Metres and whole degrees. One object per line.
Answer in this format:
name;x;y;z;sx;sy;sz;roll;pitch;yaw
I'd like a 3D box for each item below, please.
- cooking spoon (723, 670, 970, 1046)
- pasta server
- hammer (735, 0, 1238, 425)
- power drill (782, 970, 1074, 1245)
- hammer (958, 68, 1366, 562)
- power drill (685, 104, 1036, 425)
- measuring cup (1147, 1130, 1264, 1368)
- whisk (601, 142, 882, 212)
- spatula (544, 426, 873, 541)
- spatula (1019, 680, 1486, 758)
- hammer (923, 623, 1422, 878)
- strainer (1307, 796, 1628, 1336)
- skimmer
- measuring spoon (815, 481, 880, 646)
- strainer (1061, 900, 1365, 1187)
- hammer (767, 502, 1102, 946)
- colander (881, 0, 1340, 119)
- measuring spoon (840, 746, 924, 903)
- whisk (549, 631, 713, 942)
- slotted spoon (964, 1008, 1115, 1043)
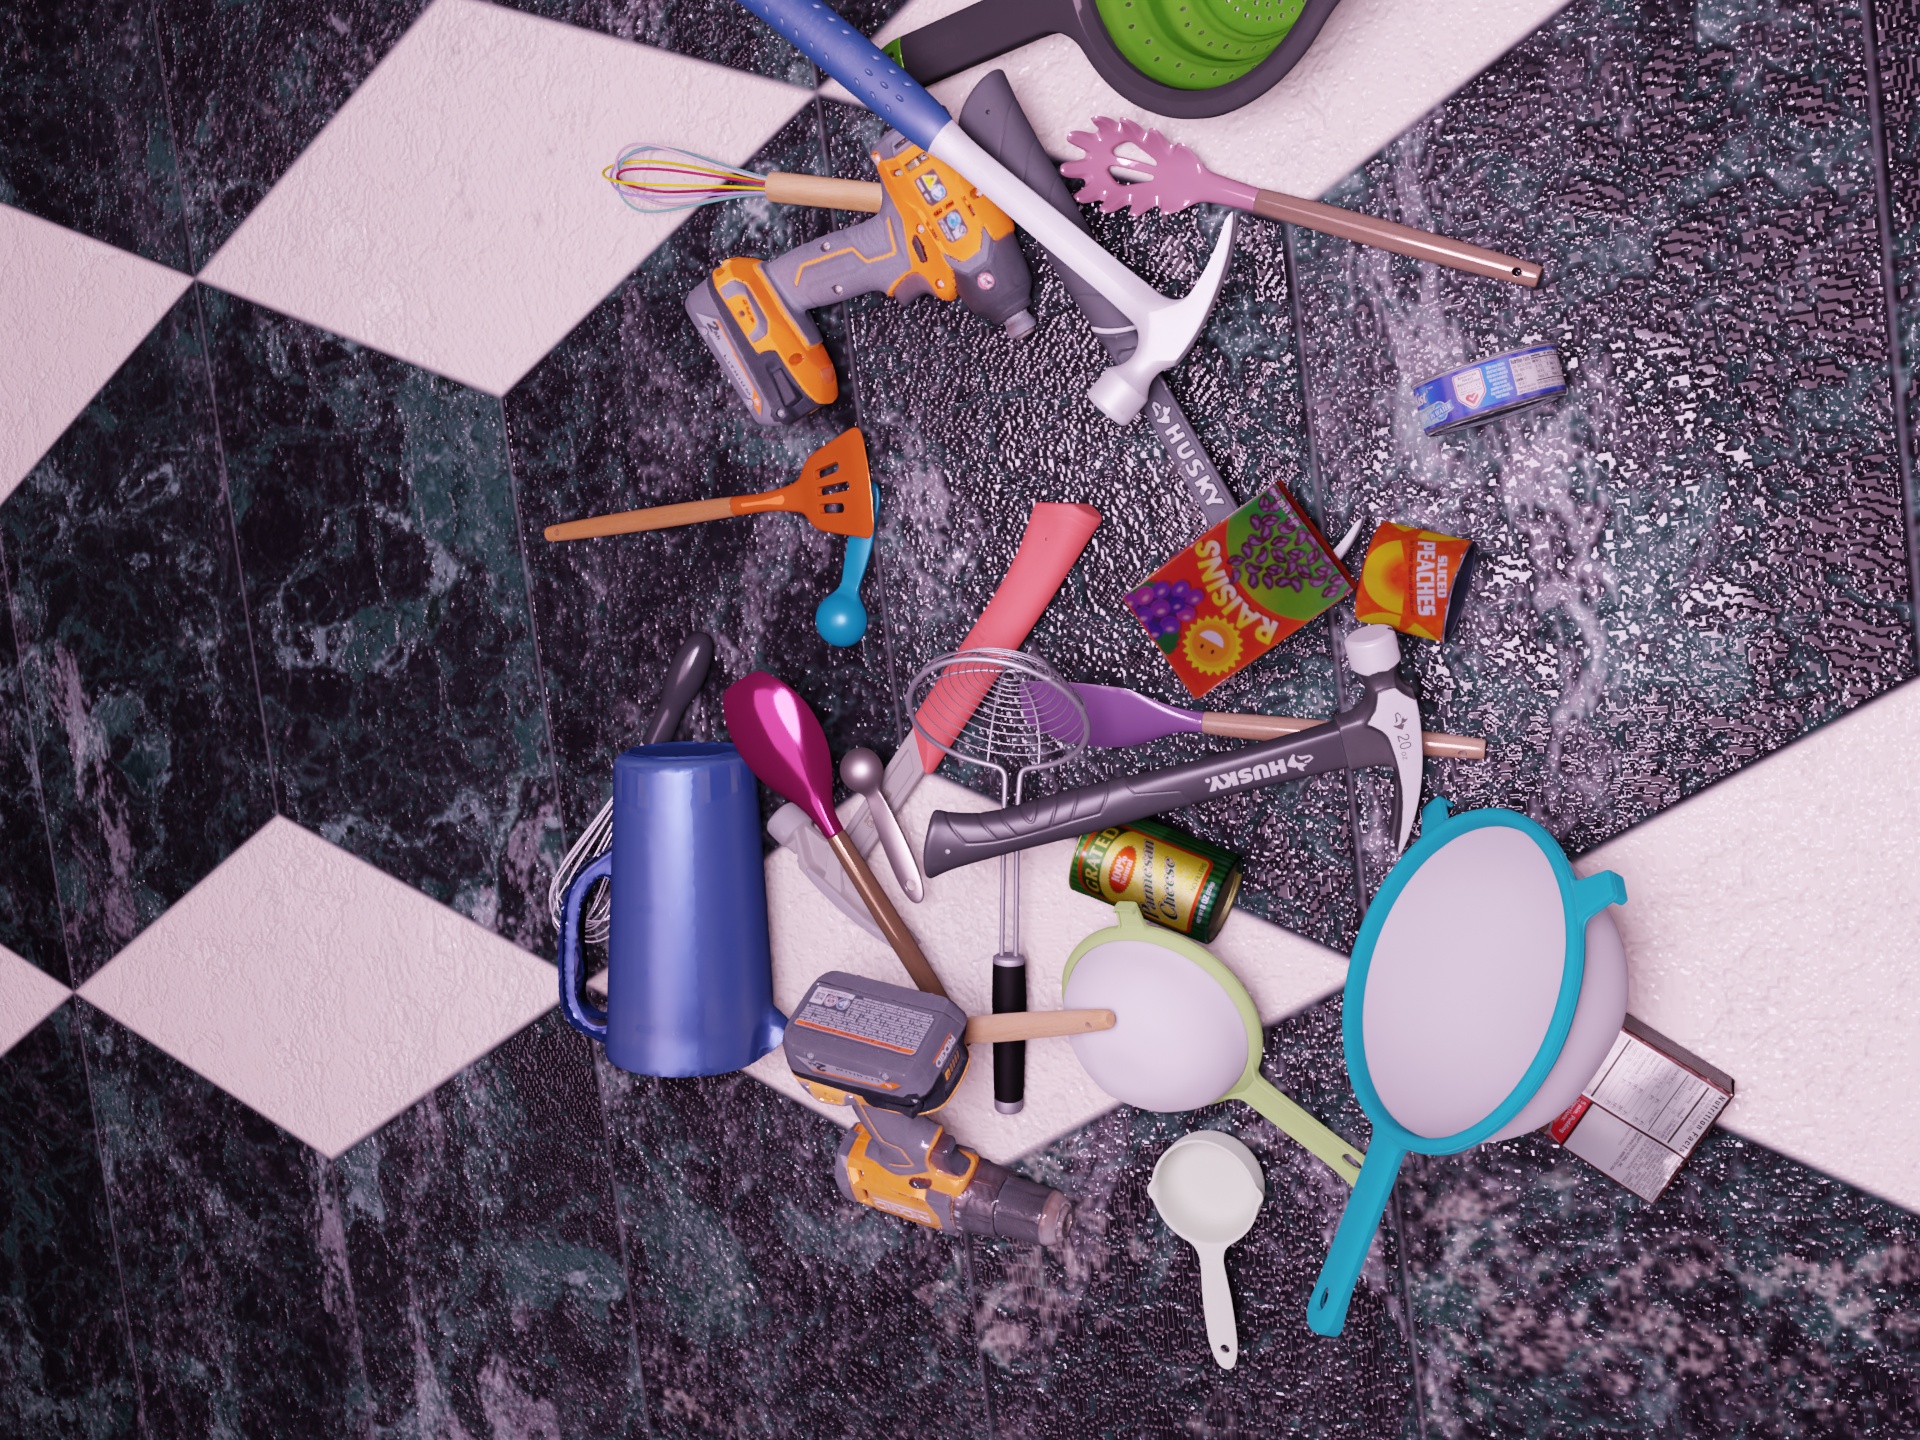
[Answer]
cooking spoon;-0.078;0.106;1.171;0.069;0.017;0.319;-31;93;19
pasta server;0.214;-0.326;1.020;0.316;0.040;0.060;23;118;20
hammer;0.000;-0.375;1.026;0.405;0.035;0.144;42;106;6
power drill;-0.020;0.291;1.138;0.185;0.084;0.226;9;135;26
hammer;0.116;-0.245;1.051;0.149;0.036;0.409;-29;91;23
power drill;-0.063;-0.300;1.125;0.226;0.084;0.164;-29;100;22
measuring cup;0.182;0.370;1.121;0.083;0.038;0.167;-5;96;26
whisk;-0.162;-0.398;1.186;0.245;0.047;0.051;13;101;20
spatula;-0.200;-0.164;1.233;0.322;0.041;0.081;-4;95;27
spatula;0.190;0.005;1.077;0.316;0.018;0.059;5;133;22
hammer;0.133;0.050;1.035;0.335;0.035;0.146;-15;110;11
strainer;0.309;0.226;0.969;0.095;0.211;0.340;18;96;-17
skimmer;0.026;0.122;1.113;0.127;0.090;0.363;4;105;15
measuring spoon;-0.084;-0.116;1.193;0.042;0.021;0.128;20;106;22
strainer;0.166;0.249;1.074;0.256;0.069;0.151;36;131;11
hammer;-0.002;-0.004;1.161;0.149;0.036;0.359;41;111;15
colander;0.108;-0.477;1.032;0.397;0.094;0.204;-2;105;43
measuring spoon;-0.057;0.079;1.169;0.034;0.018;0.124;-26;86;26
whisk;-0.262;0.056;1.285;0.070;0.070;0.284;30;103;19
slotted spoon;-0.008;0.226;1.148;0.314;0.031;0.070;-17;104;45
